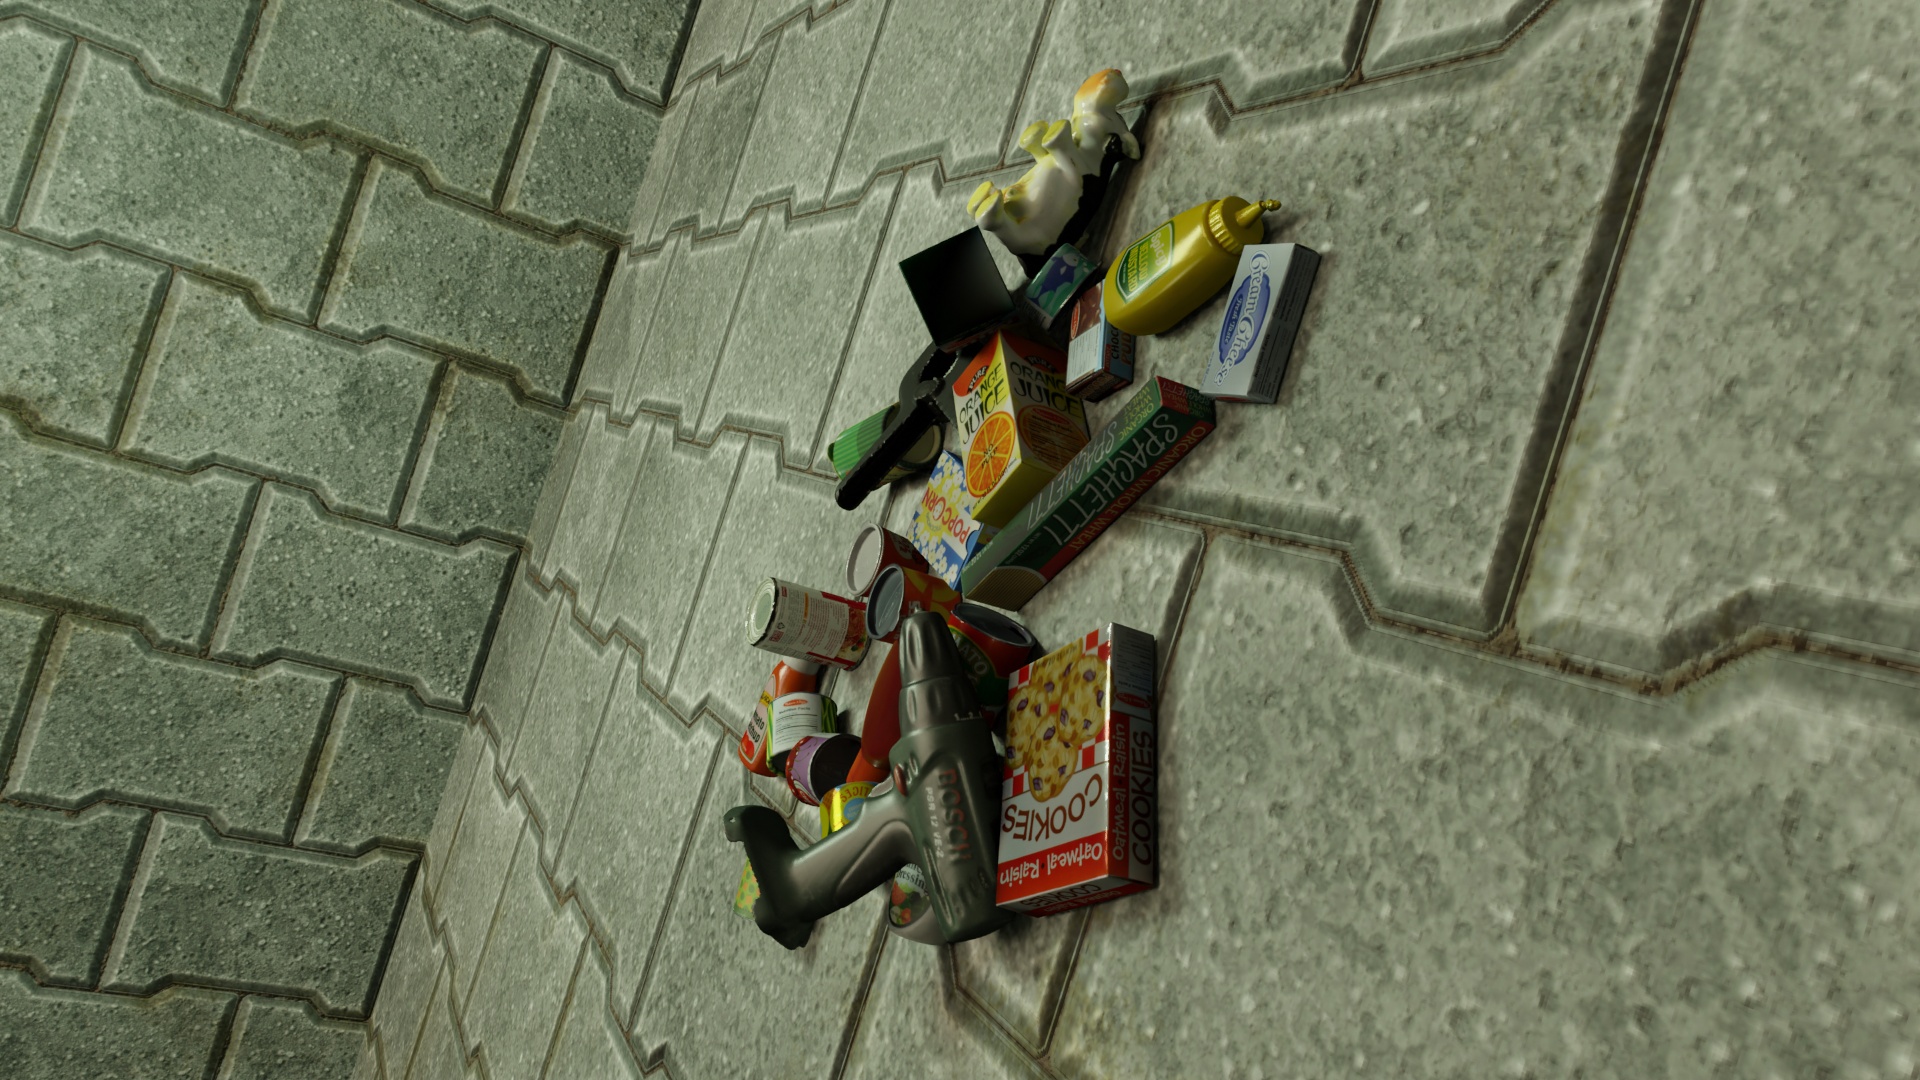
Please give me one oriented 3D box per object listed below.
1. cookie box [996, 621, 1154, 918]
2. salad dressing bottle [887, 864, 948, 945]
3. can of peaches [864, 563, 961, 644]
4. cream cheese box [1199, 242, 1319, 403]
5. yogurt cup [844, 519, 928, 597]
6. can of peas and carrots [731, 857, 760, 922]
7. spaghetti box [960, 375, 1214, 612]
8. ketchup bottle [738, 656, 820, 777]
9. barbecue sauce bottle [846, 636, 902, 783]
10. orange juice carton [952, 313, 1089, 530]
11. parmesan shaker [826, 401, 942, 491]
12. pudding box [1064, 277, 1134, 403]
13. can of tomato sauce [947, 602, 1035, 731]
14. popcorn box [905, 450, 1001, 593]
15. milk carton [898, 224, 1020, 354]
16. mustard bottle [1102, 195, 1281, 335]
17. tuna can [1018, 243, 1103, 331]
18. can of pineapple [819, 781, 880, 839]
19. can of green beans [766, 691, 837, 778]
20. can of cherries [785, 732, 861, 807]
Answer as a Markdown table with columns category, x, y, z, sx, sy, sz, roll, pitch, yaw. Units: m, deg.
| category | x | y | z | sx | sy | sz | roll | pitch | yaw |
| --- | --- | --- | --- | --- | --- | --- | --- | --- | --- |
| cookie box | 0.077 | 0.153 | 0.917 | 0.122 | 0.040 | 0.168 | -34 | 44 | 50 |
| salad dressing bottle | -0.013 | 0.223 | 1.036 | 0.064 | 0.044 | 0.147 | 7 | 79 | 55 |
| can of peaches | -0.039 | 0.060 | 1.171 | 0.071 | 0.058 | 0.071 | -39 | 42 | 46 |
| cream cheese box | 0.193 | -0.140 | 0.897 | 0.053 | 0.024 | 0.104 | 16 | 88 | 62 |
| yogurt cup | -0.065 | 0.023 | 1.246 | 0.072 | 0.054 | 0.073 | -40 | 41 | 47 |
| can of peas and carrots | -0.162 | 0.311 | 1.240 | 0.071 | 0.071 | 0.059 | 0 | 73 | 62 |
| spaghetti box | 0.086 | -0.027 | 1.000 | 0.248 | 0.050 | 0.029 | -46 | 39 | 40 |
| ketchup bottle | -0.173 | 0.157 | 1.378 | 0.148 | 0.043 | 0.065 | -66 | 27 | 11 |
| barbecue sauce bottle | -0.052 | 0.150 | 1.145 | 0.065 | 0.044 | 0.147 | 38 | 118 | 24 |
| orange juice carton | 0.046 | -0.097 | 1.091 | 0.071 | 0.073 | 0.193 | -49 | 34 | 37 |
| parmesan shaker | -0.072 | -0.089 | 1.309 | 0.103 | 0.071 | 0.071 | -20 | 57 | 57 |
| pudding box | 0.108 | -0.153 | 1.059 | 0.049 | 0.030 | 0.084 | -29 | 49 | 55 |
| can of tomato sauce | 0.008 | 0.098 | 1.045 | 0.083 | 0.071 | 0.071 | -66 | 28 | 13 |
| popcorn box | 0.004 | -0.015 | 1.158 | 0.085 | 0.038 | 0.127 | -65 | 27 | 11 |
| milk carton | 0.003 | -0.205 | 1.168 | 0.072 | 0.073 | 0.191 | -25 | 3 | 5 |
| mustard bottle | 0.162 | -0.199 | 0.964 | 0.159 | 0.049 | 0.065 | -31 | 49 | 52 |
| tuna can | 0.079 | -0.204 | 1.106 | 0.071 | 0.033 | 0.071 | -51 | -2 | -3 |
| can of pineapple | -0.081 | 0.236 | 1.129 | 0.070 | 0.071 | 0.058 | -51 | 33 | 36 |
| can of green beans | -0.146 | 0.182 | 1.287 | 0.071 | 0.071 | 0.058 | -46 | 37 | 41 |
| can of cherries | -0.113 | 0.203 | 1.210 | 0.058 | 0.071 | 0.071 | -11 | 64 | 60 |
